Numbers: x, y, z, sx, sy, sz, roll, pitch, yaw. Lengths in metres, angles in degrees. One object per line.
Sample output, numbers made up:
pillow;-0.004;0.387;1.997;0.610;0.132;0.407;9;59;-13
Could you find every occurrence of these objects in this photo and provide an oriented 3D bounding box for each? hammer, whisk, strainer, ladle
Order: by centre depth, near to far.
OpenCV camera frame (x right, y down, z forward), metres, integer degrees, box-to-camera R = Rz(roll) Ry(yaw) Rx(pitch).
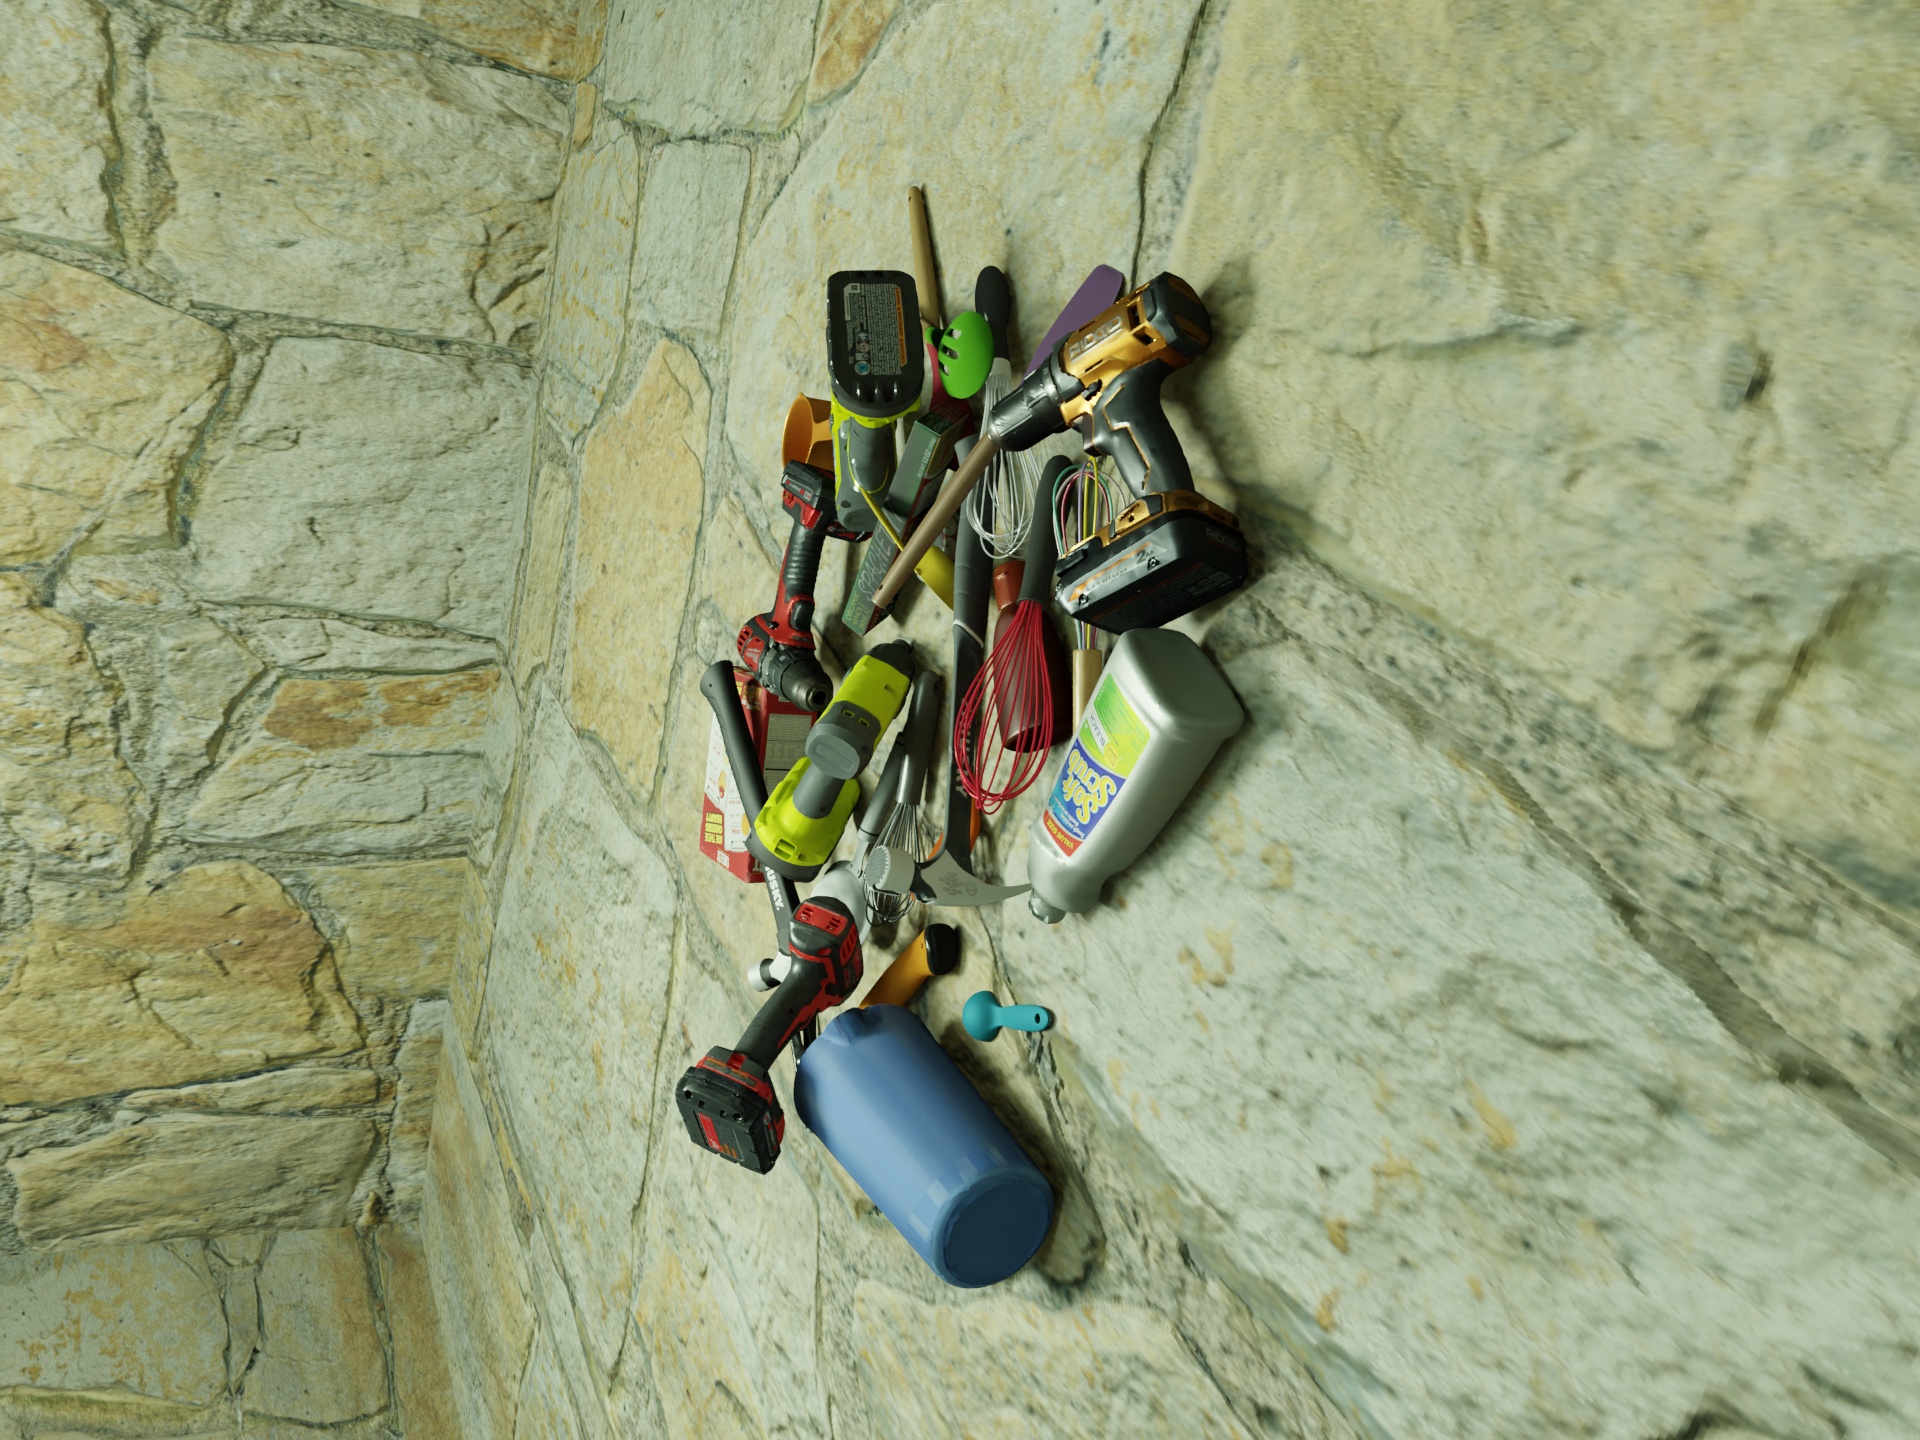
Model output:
whisk;0.094;-0.074;1.178;0.047;0.051;0.245;1;90;57
whisk;0.050;-0.069;1.195;0.073;0.073;0.296;-23;50;60
hammer;0.010;-0.049;1.276;0.036;0.149;0.409;-24;56;53
whisk;0.032;-0.259;1.306;0.070;0.070;0.285;-41;46;54
whisk;-0.050;0.072;1.432;0.055;0.055;0.239;21;102;62
ladle;-0.026;-0.368;1.463;0.069;0.031;0.316;-42;48;52
strainer;-0.091;0.113;1.484;0.087;0.050;0.258;33;105;44
hammer;-0.086;0.269;1.488;0.336;0.034;0.127;-52;44;47
hammer;-0.199;0.096;1.612;0.146;0.035;0.335;-28;73;36

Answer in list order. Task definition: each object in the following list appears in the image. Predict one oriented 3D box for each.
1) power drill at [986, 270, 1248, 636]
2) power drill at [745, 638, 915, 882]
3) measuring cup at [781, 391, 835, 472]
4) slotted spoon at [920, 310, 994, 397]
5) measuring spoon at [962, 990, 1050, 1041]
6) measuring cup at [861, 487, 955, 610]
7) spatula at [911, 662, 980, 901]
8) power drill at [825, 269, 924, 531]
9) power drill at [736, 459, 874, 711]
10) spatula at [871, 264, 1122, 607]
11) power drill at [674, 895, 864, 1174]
power drill;0.099;-0.173;1.099;0.185;0.084;0.226;-26;60;38
power drill;-0.113;0.034;1.482;0.223;0.080;0.171;-58;2;42
measuring cup;-0.127;-0.289;1.620;0.174;0.052;0.095;6;92;61
slotted spoon;-0.032;-0.342;1.402;0.314;0.031;0.070;-128;51;-63
measuring spoon;0.033;0.238;1.274;0.128;0.021;0.042;-18;71;62
measuring cup;-0.039;-0.156;1.361;0.029;0.062;0.157;-39;58;7
spatula;-0.002;-0.004;1.354;0.081;0.041;0.323;-6;81;63
power drill;-0.083;-0.300;1.422;0.228;0.080;0.191;107;159;-70
power drill;-0.146;-0.127;1.572;0.188;0.080;0.226;40;115;58
spatula;0.026;-0.217;1.236;0.316;0.018;0.060;-54;36;11
power drill;-0.154;0.273;1.392;0.143;0.078;0.220;87;-152;-52
